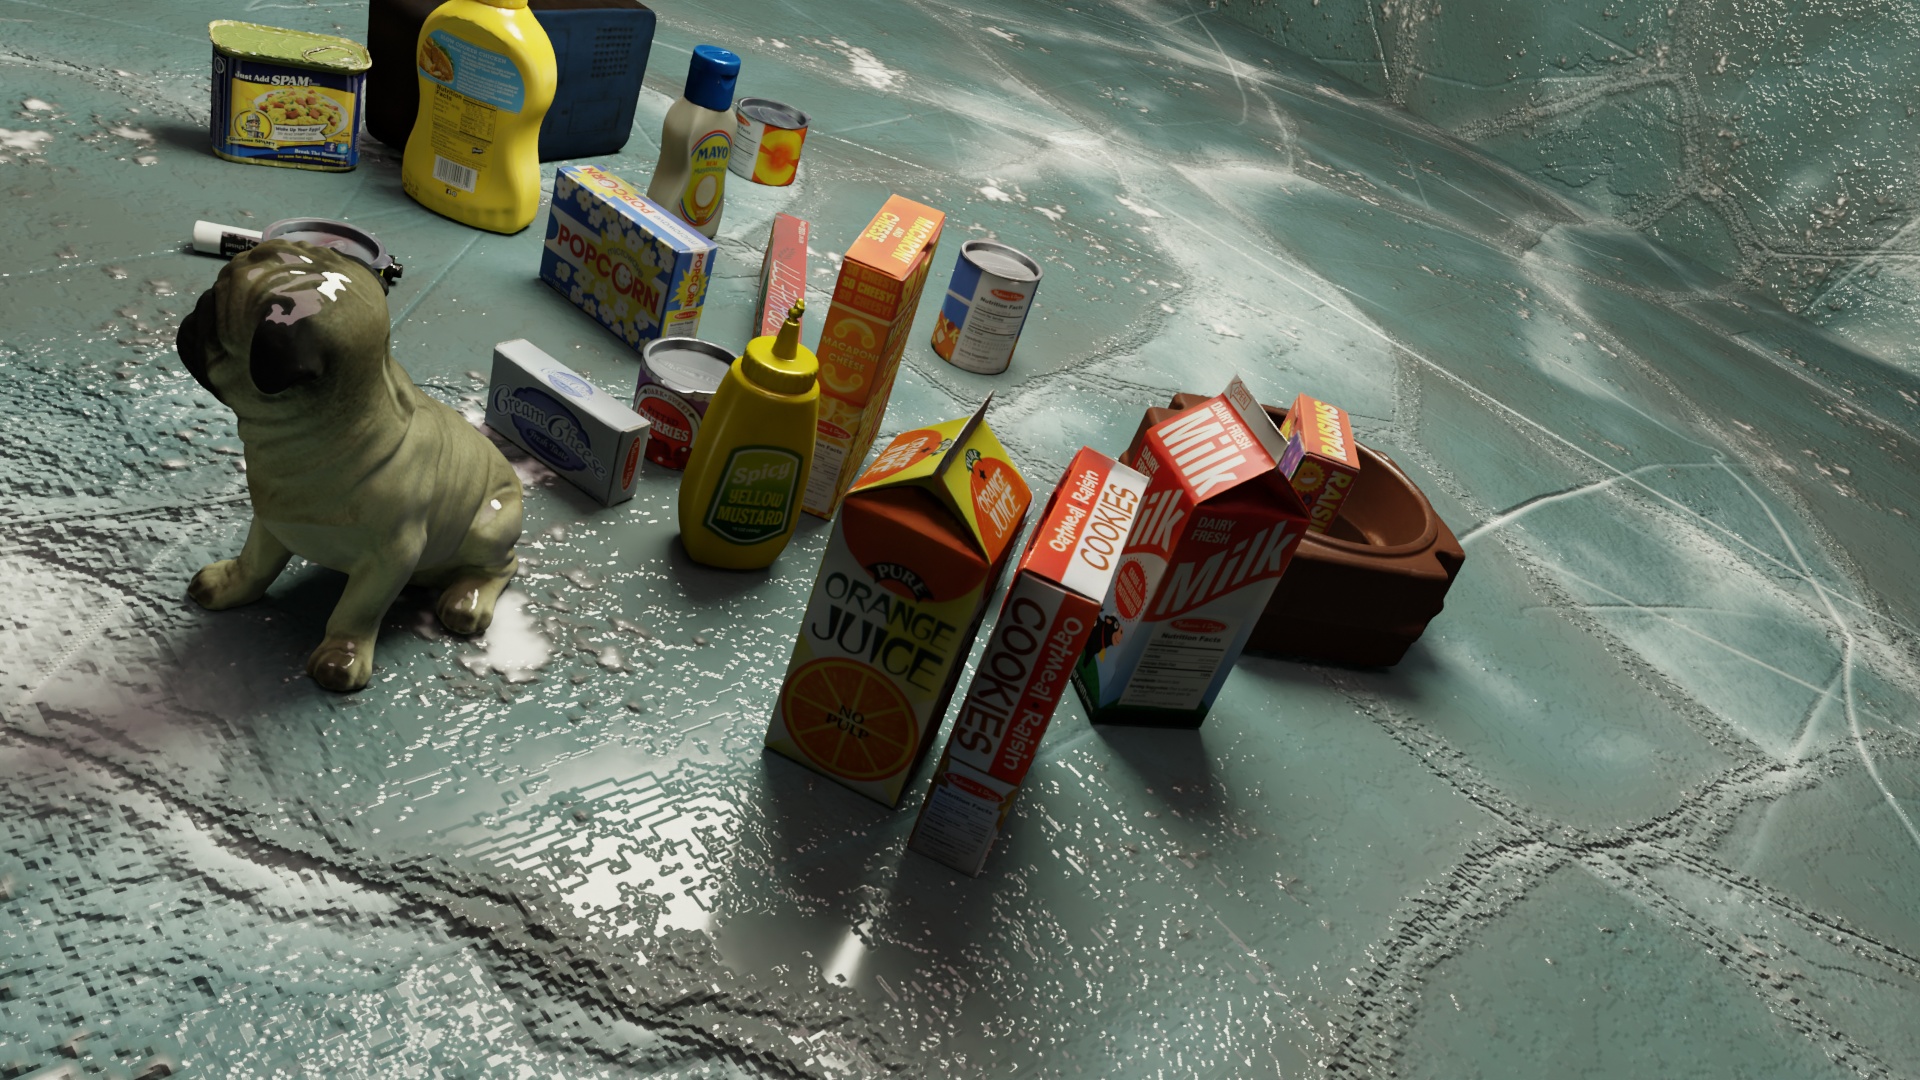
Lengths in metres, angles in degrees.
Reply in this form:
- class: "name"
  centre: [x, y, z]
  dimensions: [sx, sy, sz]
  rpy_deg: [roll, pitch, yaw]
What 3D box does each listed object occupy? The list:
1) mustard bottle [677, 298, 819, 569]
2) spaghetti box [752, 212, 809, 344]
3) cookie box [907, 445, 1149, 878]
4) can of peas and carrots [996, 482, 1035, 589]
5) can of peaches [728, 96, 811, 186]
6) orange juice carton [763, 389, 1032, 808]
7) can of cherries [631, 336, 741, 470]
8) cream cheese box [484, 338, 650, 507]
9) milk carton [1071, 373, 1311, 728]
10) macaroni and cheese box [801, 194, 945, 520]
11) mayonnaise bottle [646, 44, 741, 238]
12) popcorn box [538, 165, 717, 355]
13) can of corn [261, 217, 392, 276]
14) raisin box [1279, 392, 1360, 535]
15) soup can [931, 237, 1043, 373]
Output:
- class: "mustard bottle"
  centre: [-0.108, -0.058, 0.746]
  dimensions: [0.065, 0.159, 0.049]
  rpy_deg: [4, 36, -26]
- class: "spaghetti box"
  centre: [-0.131, -0.163, 0.996]
  dimensions: [0.029, 0.050, 0.251]
  rpy_deg: [13, 33, -13]
- class: "cookie box"
  centre: [0.031, 0.055, 0.651]
  dimensions: [0.040, 0.166, 0.123]
  rpy_deg: [23, 32, 4]
- class: "can of peas and carrots"
  centre: [0.003, -0.010, 0.835]
  dimensions: [0.071, 0.058, 0.071]
  rpy_deg: [15, 32, -10]
- class: "can of peaches"
  centre: [-0.174, -0.362, 1.263]
  dimensions: [0.071, 0.057, 0.071]
  rpy_deg: [15, 32, -10]
- class: "orange juice carton"
  centre: [-0.024, 0.023, 0.643]
  dimensions: [0.073, 0.191, 0.072]
  rpy_deg: [25, 32, 6]
- class: "can of cherries"
  centre: [-0.167, -0.083, 0.846]
  dimensions: [0.071, 0.058, 0.072]
  rpy_deg: [15, 32, -10]
- class: "cream cheese box"
  centre: [-0.227, -0.068, 0.794]
  dimensions: [0.104, 0.053, 0.024]
  rpy_deg: [33, 33, 18]
- class: "milk carton"
  centre: [0.124, 0.008, 0.752]
  dimensions: [0.073, 0.189, 0.072]
  rpy_deg: [6, 34, -22]
- class: "macaroni and cheese box"
  centre: [-0.060, -0.113, 0.852]
  dimensions: [0.040, 0.165, 0.124]
  rpy_deg: [21, 32, 0]
- class: "mayonnaise bottle"
  centre: [-0.204, -0.305, 1.075]
  dimensions: [0.041, 0.147, 0.065]
  rpy_deg: [38, 35, 25]
- class: "popcorn box"
  centre: [-0.228, -0.190, 0.947]
  dimensions: [0.127, 0.084, 0.038]
  rpy_deg: [36, 35, 23]
- class: "can of corn"
  centre: [-0.378, -0.150, 0.827]
  dimensions: [0.071, 0.058, 0.071]
  rpy_deg: [15, 32, -10]
- class: "raisin box"
  centre: [0.215, -0.022, 0.913]
  dimensions: [0.040, 0.122, 0.086]
  rpy_deg: [20, 32, -2]
- class: "soup can"
  centre: [0.019, -0.183, 1.079]
  dimensions: [0.071, 0.083, 0.072]
  rpy_deg: [15, 32, -10]
